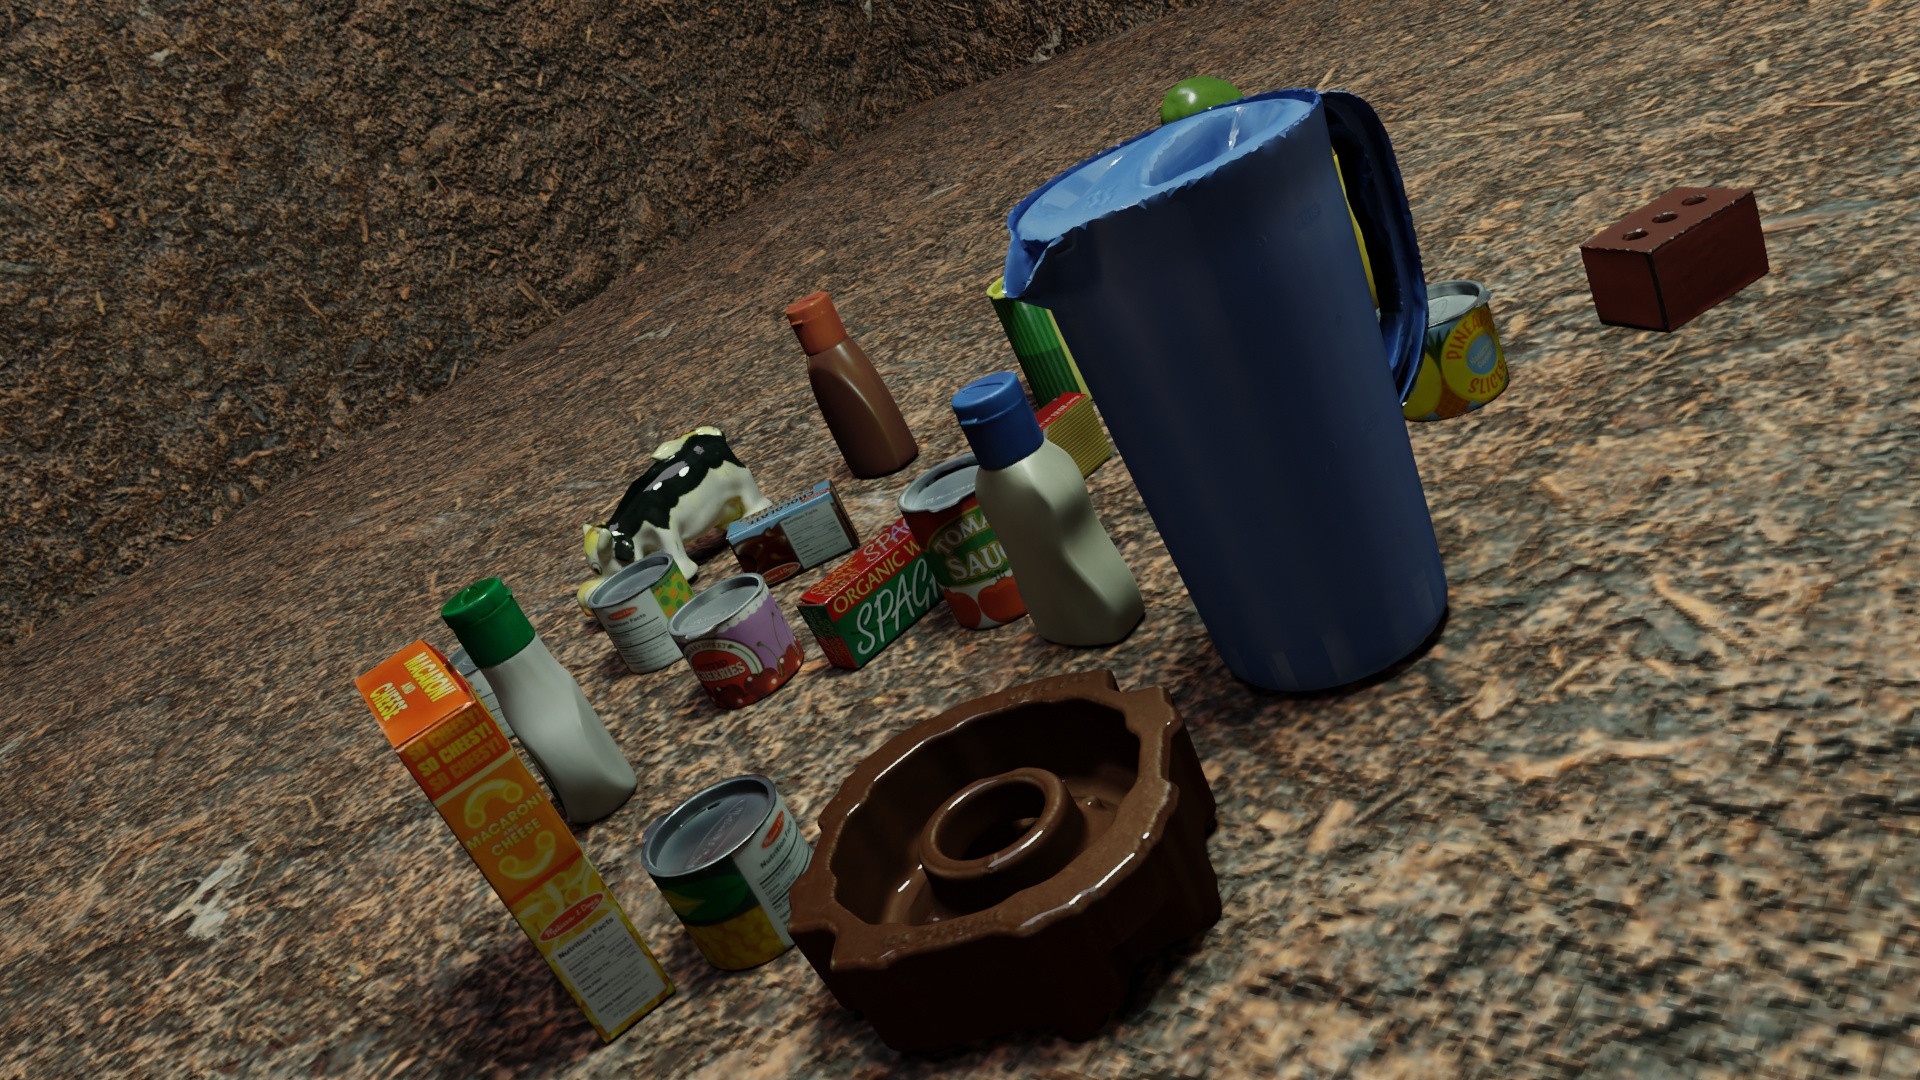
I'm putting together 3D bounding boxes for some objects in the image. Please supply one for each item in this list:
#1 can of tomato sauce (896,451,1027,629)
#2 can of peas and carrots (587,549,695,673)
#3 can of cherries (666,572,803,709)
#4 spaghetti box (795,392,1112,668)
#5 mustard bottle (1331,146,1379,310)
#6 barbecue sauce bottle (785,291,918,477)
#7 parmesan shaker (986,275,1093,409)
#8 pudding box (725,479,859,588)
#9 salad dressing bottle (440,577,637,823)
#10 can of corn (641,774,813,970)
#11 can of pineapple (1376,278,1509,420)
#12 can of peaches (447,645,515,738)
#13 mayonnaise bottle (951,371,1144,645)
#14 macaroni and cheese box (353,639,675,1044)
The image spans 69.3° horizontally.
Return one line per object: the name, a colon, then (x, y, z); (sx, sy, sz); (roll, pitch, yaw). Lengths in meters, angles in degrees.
can of tomato sauce: (0.011, 0.000, 0.802); (0.071, 0.083, 0.071); (-22, 22, 10)
can of peas and carrots: (-0.215, 0.049, 0.968); (0.071, 0.058, 0.071); (-22, 22, 10)
can of cherries: (-0.139, 0.063, 0.856); (0.071, 0.058, 0.072); (-22, 22, 10)
spaghetti box: (0.003, -0.011, 0.880); (0.251, 0.050, 0.028); (-39, 25, -30)
mustard bottle: (0.247, -0.220, 0.938); (0.049, 0.159, 0.065); (-21, 22, 13)
barbecue sauce bottle: (-0.089, -0.122, 1.096); (0.065, 0.148, 0.044); (-5, 30, 43)
parmesan shaker: (0.069, -0.156, 1.062); (0.071, 0.102, 0.071); (-22, 22, 10)
pudding box: (-0.120, -0.004, 0.997); (0.084, 0.049, 0.030); (-25, 22, 2)
salad dressing bottle: (-0.237, 0.090, 0.783); (0.044, 0.147, 0.064); (-29, 22, -8)
can of corn: (-0.102, 0.149, 0.625); (0.071, 0.058, 0.071); (-22, 22, 10)
can of pineapple: (0.275, -0.109, 0.795); (0.071, 0.057, 0.071); (-22, 22, 10)
can of peaches: (-0.320, 0.098, 0.974); (0.071, 0.058, 0.071); (-22, 22, 10)
mayonnaise bottle: (0.042, -0.015, 0.717); (0.064, 0.147, 0.041); (-2, 32, 46)
macaroni and cheese box: (-0.203, 0.131, 0.629); (0.040, 0.166, 0.124); (-35, 23, -21)
